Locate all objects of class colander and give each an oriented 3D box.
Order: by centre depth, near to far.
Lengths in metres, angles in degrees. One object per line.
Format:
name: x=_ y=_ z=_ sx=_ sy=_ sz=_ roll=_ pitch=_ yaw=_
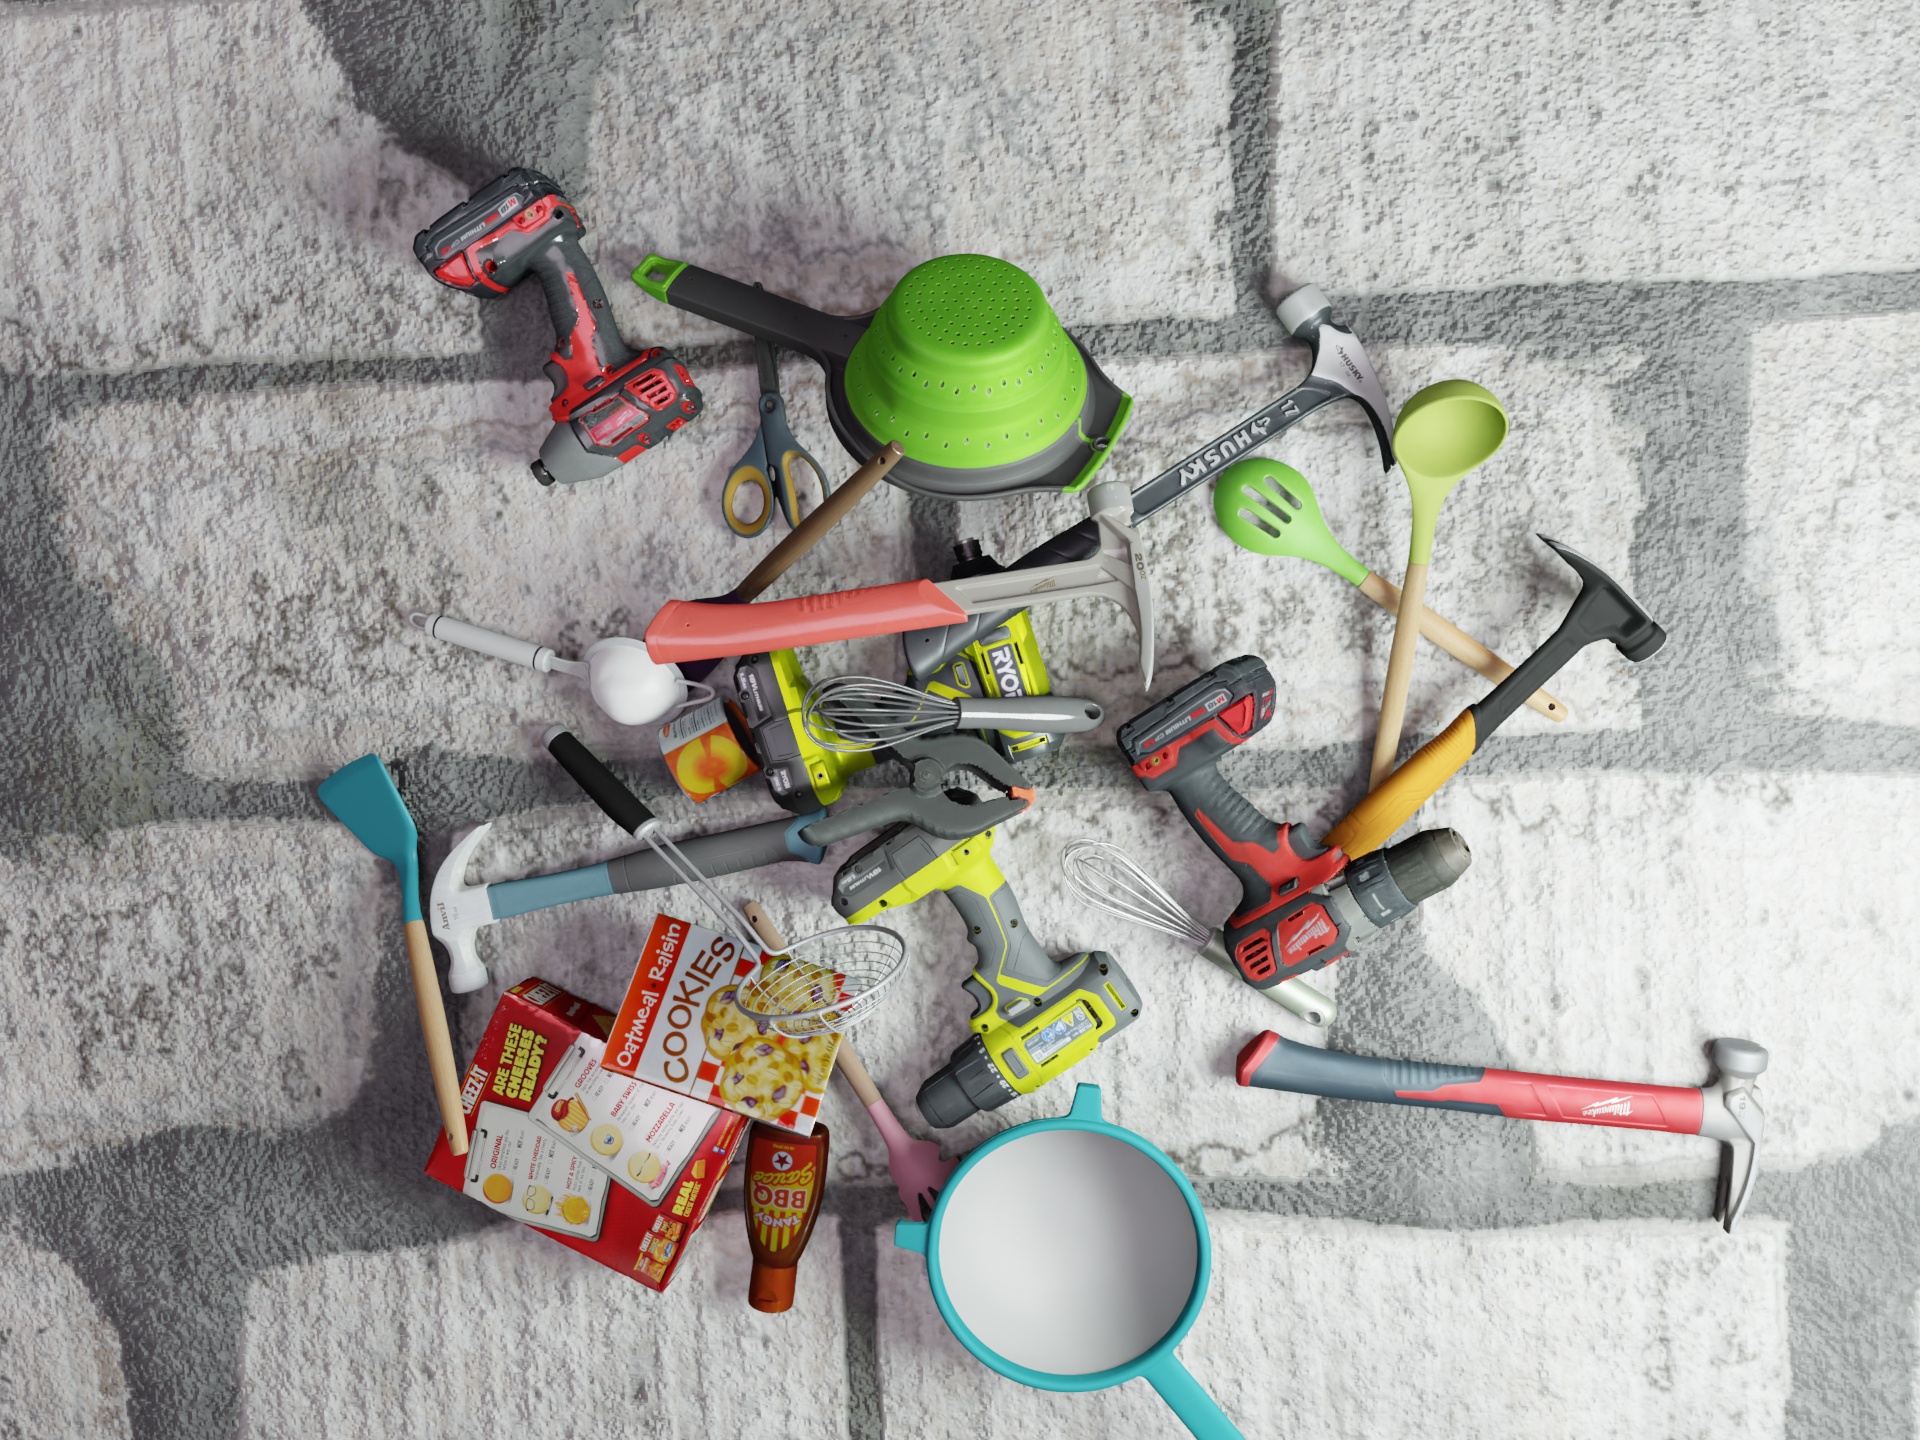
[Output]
colander: x=-0.068 y=-0.291 z=1.144 sx=0.397 sy=0.094 sz=0.205 roll=23 pitch=59 yaw=14

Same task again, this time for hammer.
hammer: x=-0.045 y=-0.071 z=1.127 sx=0.359 sy=0.036 sz=0.149 roll=-8 pitch=76 yaw=6
hammer: x=0.132 y=-0.151 z=1.162 sx=0.409 sy=0.036 sz=0.149 roll=-33 pitch=83 yaw=-2
hammer: x=0.353 y=0.019 z=1.168 sx=0.127 sy=0.034 sz=0.337 roll=37 pitch=105 yaw=-22
hammer: x=0.403 y=0.297 z=1.207 sx=0.386 sy=0.038 sz=0.143 roll=5 pitch=96 yaw=5
hammer: x=-0.262 y=0.122 z=1.260 sx=0.331 sy=0.033 sz=0.128 roll=-12 pitch=94 yaw=6

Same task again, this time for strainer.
strainer: x=0.121 y=0.440 z=1.218 sx=0.211 sy=0.095 sz=0.340 roll=-39 pitch=94 yaw=6
strainer: x=-0.319 y=-0.043 z=1.244 sx=0.258 sy=0.050 sz=0.086 roll=17 pitch=132 yaw=12

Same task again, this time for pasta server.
pasta server: x=-0.082 y=0.277 z=1.259 sx=0.060 sy=0.040 sz=0.316 roll=-33 pitch=87 yaw=7

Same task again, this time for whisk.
whisk: x=-0.001 y=-0.003 z=1.134 sx=0.239 sy=0.055 sz=0.055 roll=0 pitch=95 yaw=-24
whisk: x=0.182 y=0.164 z=1.217 sx=0.246 sy=0.059 sz=0.057 roll=32 pitch=133 yaw=-1

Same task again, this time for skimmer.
skimmer: x=-0.190 y=0.101 z=1.176 sx=0.363 sy=0.127 sz=0.090 roll=41 pitch=138 yaw=22

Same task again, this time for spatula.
spatula: x=-0.146 y=-0.109 z=1.171 sx=0.316 sy=0.018 sz=0.060 roll=-37 pitch=92 yaw=35
spatula: x=-0.434 y=0.184 z=1.245 sx=0.082 sy=0.044 sz=0.318 roll=-27 pitch=73 yaw=29

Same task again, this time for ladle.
ladle: x=0.331 y=-0.086 z=1.152 sx=0.078 sy=0.062 sz=0.320 roll=4 pitch=107 yaw=-4

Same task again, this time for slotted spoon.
slotted spoon: x=0.325 y=-0.093 z=1.192 sx=0.314 sy=0.031 sz=0.070 roll=35 pitch=96 yaw=1

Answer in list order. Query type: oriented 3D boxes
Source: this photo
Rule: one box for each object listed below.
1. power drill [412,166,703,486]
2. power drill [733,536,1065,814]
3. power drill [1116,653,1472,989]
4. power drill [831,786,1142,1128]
power drill: x=-0.310 y=-0.292 z=1.215 sx=0.143 sy=0.078 sz=0.219 roll=-32 pitch=93 yaw=7
power drill: x=-0.050 y=-0.030 z=1.209 sx=0.223 sy=0.080 sz=0.171 roll=-18 pitch=93 yaw=3
power drill: x=0.238 y=0.063 z=1.151 sx=0.188 sy=0.080 sz=0.227 roll=-33 pitch=83 yaw=25
power drill: x=0.002 y=0.186 z=1.218 sx=0.190 sy=0.080 sz=0.228 roll=-35 pitch=93 yaw=6
